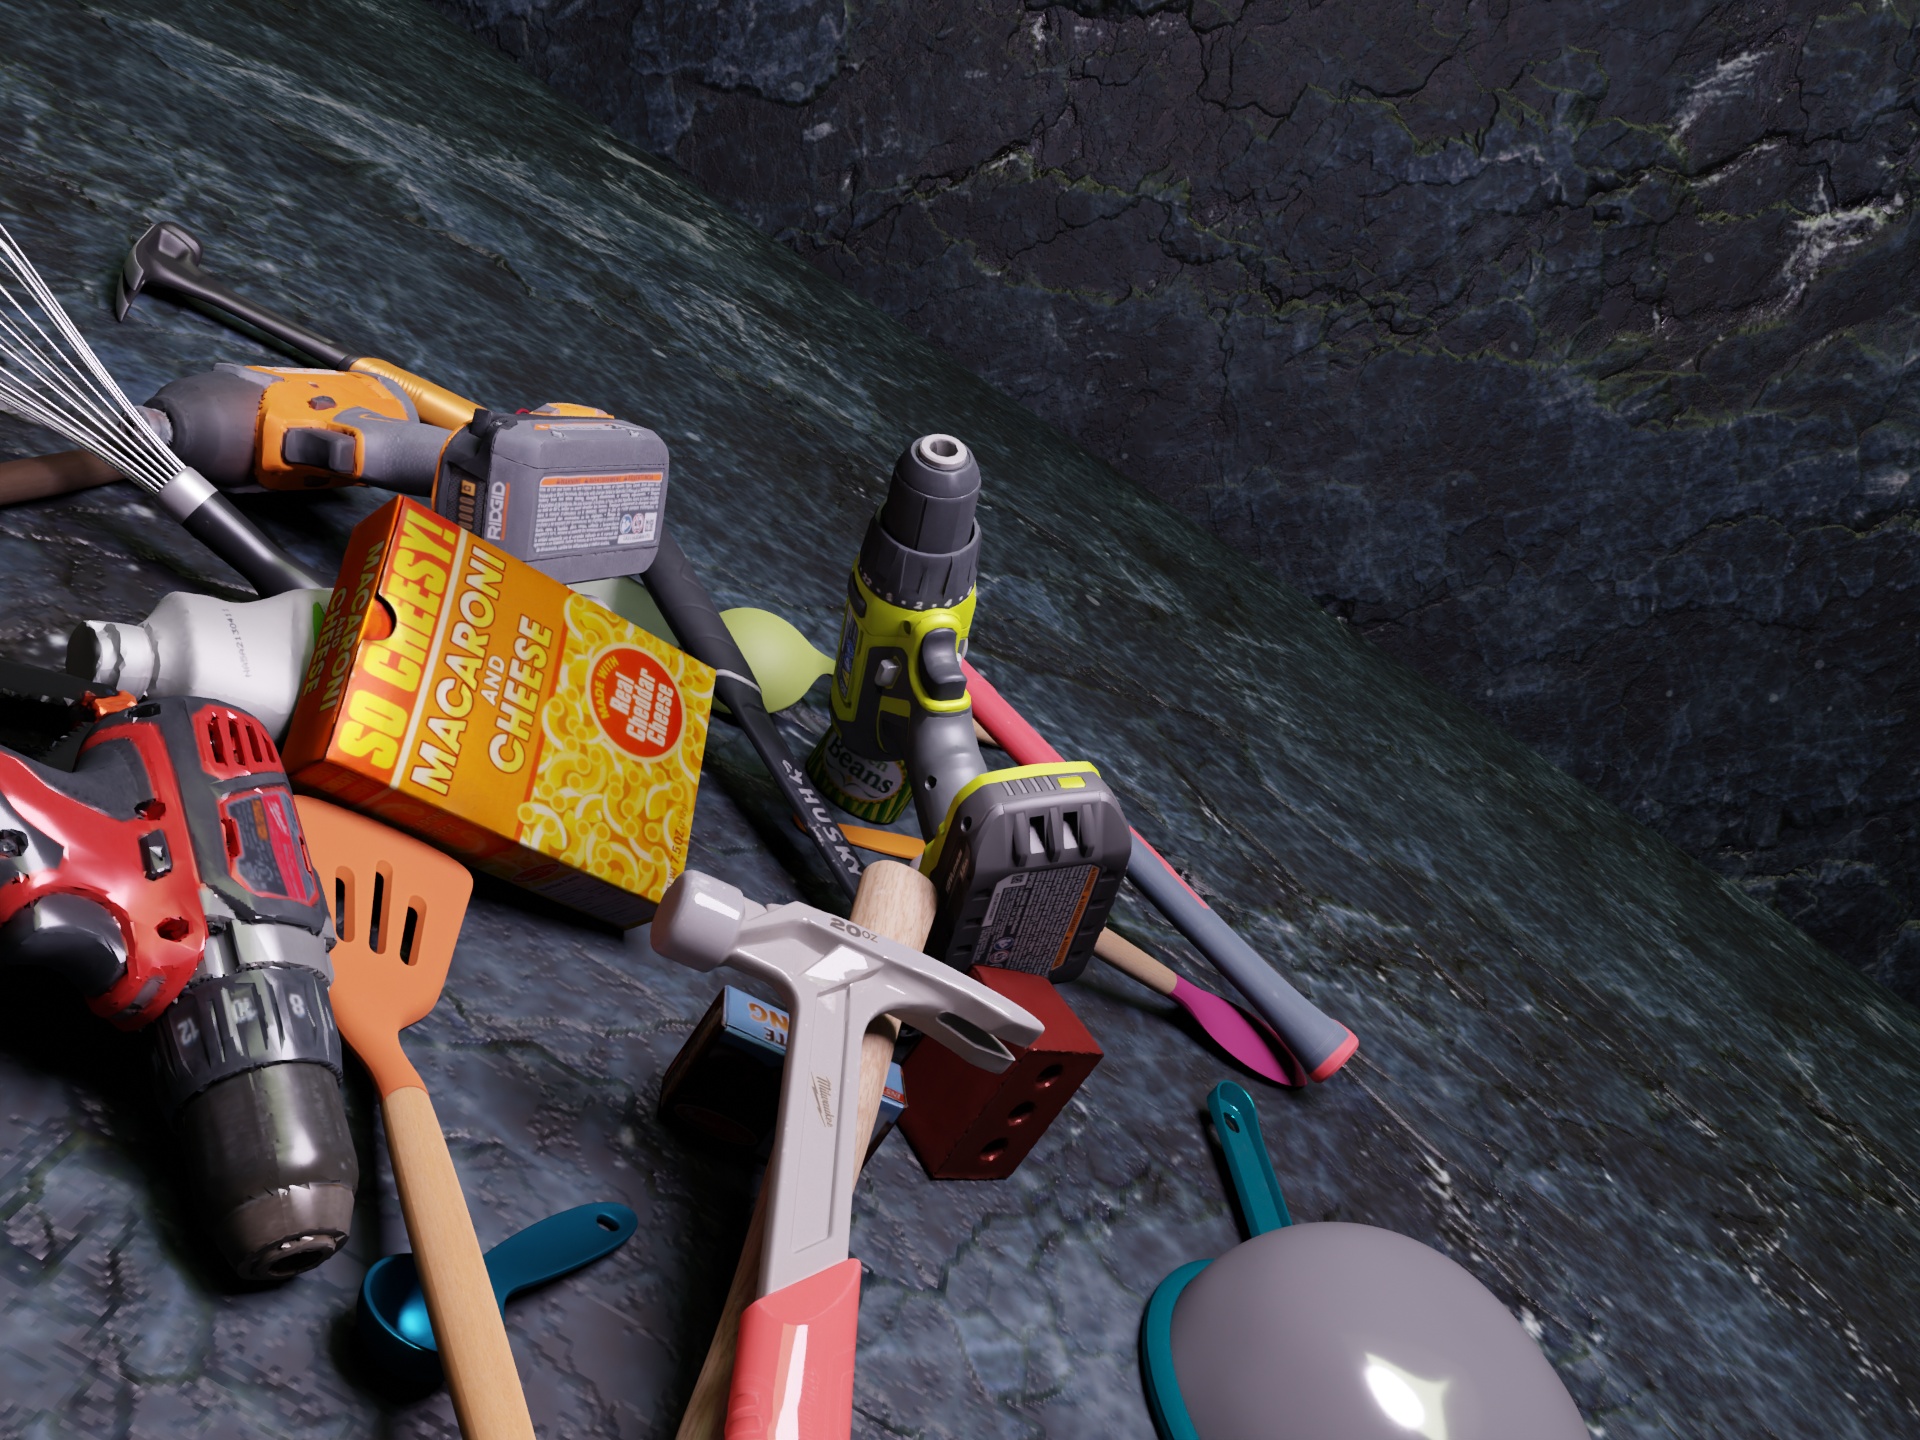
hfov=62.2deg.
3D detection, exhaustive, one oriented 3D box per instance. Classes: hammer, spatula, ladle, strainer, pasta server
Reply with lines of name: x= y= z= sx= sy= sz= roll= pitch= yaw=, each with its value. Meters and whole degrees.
hammer: x=0.088 y=0.069 z=0.966 sx=0.386 sy=0.038 sz=0.143 roll=46 pitch=10 yaw=13
spatula: x=-0.160 y=0.125 z=0.483 sx=0.081 sy=0.041 sz=0.323 roll=33 pitch=7 yaw=-38
hammer: x=-0.360 y=-0.212 z=1.023 sx=0.336 sy=0.034 sz=0.127 roll=25 pitch=20 yaw=-27
ladle: x=-0.057 y=-0.009 z=1.051 sx=0.078 sy=0.062 sz=0.320 roll=47 pitch=15 yaw=33
hammer: x=-0.107 y=-0.003 z=0.853 sx=0.149 sy=0.036 sz=0.409 roll=10 pitch=39 yaw=-52
strainer: x=0.180 y=0.252 z=0.708 sx=0.211 sy=0.095 sz=0.341 roll=29 pitch=21 yaw=-18
pasta server: x=-0.409 y=-0.089 z=0.654 sx=0.060 sy=0.040 sz=0.316 roll=33 pitch=15 yaw=-6
hammer: x=-0.039 y=0.194 z=0.441 sx=0.149 sy=0.036 sz=0.359 roll=27 pitch=33 yaw=-19
hammer: x=-0.050 y=0.159 z=0.539 sx=0.130 sy=0.031 sz=0.331 roll=34 pitch=32 yaw=-10

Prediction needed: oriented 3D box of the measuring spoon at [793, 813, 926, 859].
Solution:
measuring spoon: x=-0.048 y=0.065 z=0.910 sx=0.116 sy=0.011 sz=0.021 roll=17 pitch=25 yaw=-42

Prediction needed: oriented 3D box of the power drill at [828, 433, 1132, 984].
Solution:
power drill: x=-0.001 y=-0.002 z=0.751 sx=0.080 sy=0.190 sz=0.229 roll=-6 pitch=49 yaw=-20

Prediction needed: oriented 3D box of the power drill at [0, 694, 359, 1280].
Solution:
power drill: x=-0.260 y=0.056 z=0.415 sx=0.226 sy=0.080 sz=0.188 roll=29 pitch=28 yaw=-57

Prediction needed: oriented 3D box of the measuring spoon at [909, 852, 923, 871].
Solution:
measuring spoon: x=-0.021 y=0.097 z=0.867 sx=0.034 sy=0.018 sz=0.124 roll=36 pitch=19 yaw=2

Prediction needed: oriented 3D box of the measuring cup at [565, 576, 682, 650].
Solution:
measuring cup: x=-0.186 y=-0.023 z=0.860 sx=0.083 sy=0.038 sz=0.168 roll=25 pitch=27 yaw=-31

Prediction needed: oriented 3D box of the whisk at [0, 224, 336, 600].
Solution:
whisk: x=-0.366 y=-0.121 z=0.695 sx=0.284 sy=0.070 sz=0.070 roll=46 pitch=14 yaw=-19

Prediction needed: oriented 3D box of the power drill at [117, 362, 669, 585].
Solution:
power drill: x=-0.277 y=-0.125 z=0.774 sx=0.226 sy=0.084 sz=0.164 roll=16 pitch=16 yaw=21

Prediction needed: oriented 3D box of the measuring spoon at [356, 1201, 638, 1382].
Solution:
measuring spoon: x=-0.138 y=0.174 z=0.490 sx=0.042 sy=0.021 sz=0.128 roll=33 pitch=8 yaw=17

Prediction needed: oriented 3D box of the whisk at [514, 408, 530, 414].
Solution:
whisk: x=-0.260 y=-0.104 z=0.894 sx=0.073 sy=0.073 sz=0.296 roll=29 pitch=25 yaw=-18

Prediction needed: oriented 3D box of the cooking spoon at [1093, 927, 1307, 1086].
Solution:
cooking spoon: x=0.103 y=0.141 z=0.909 sx=0.318 sy=0.017 sz=0.069 roll=34 pitch=16 yaw=-34
